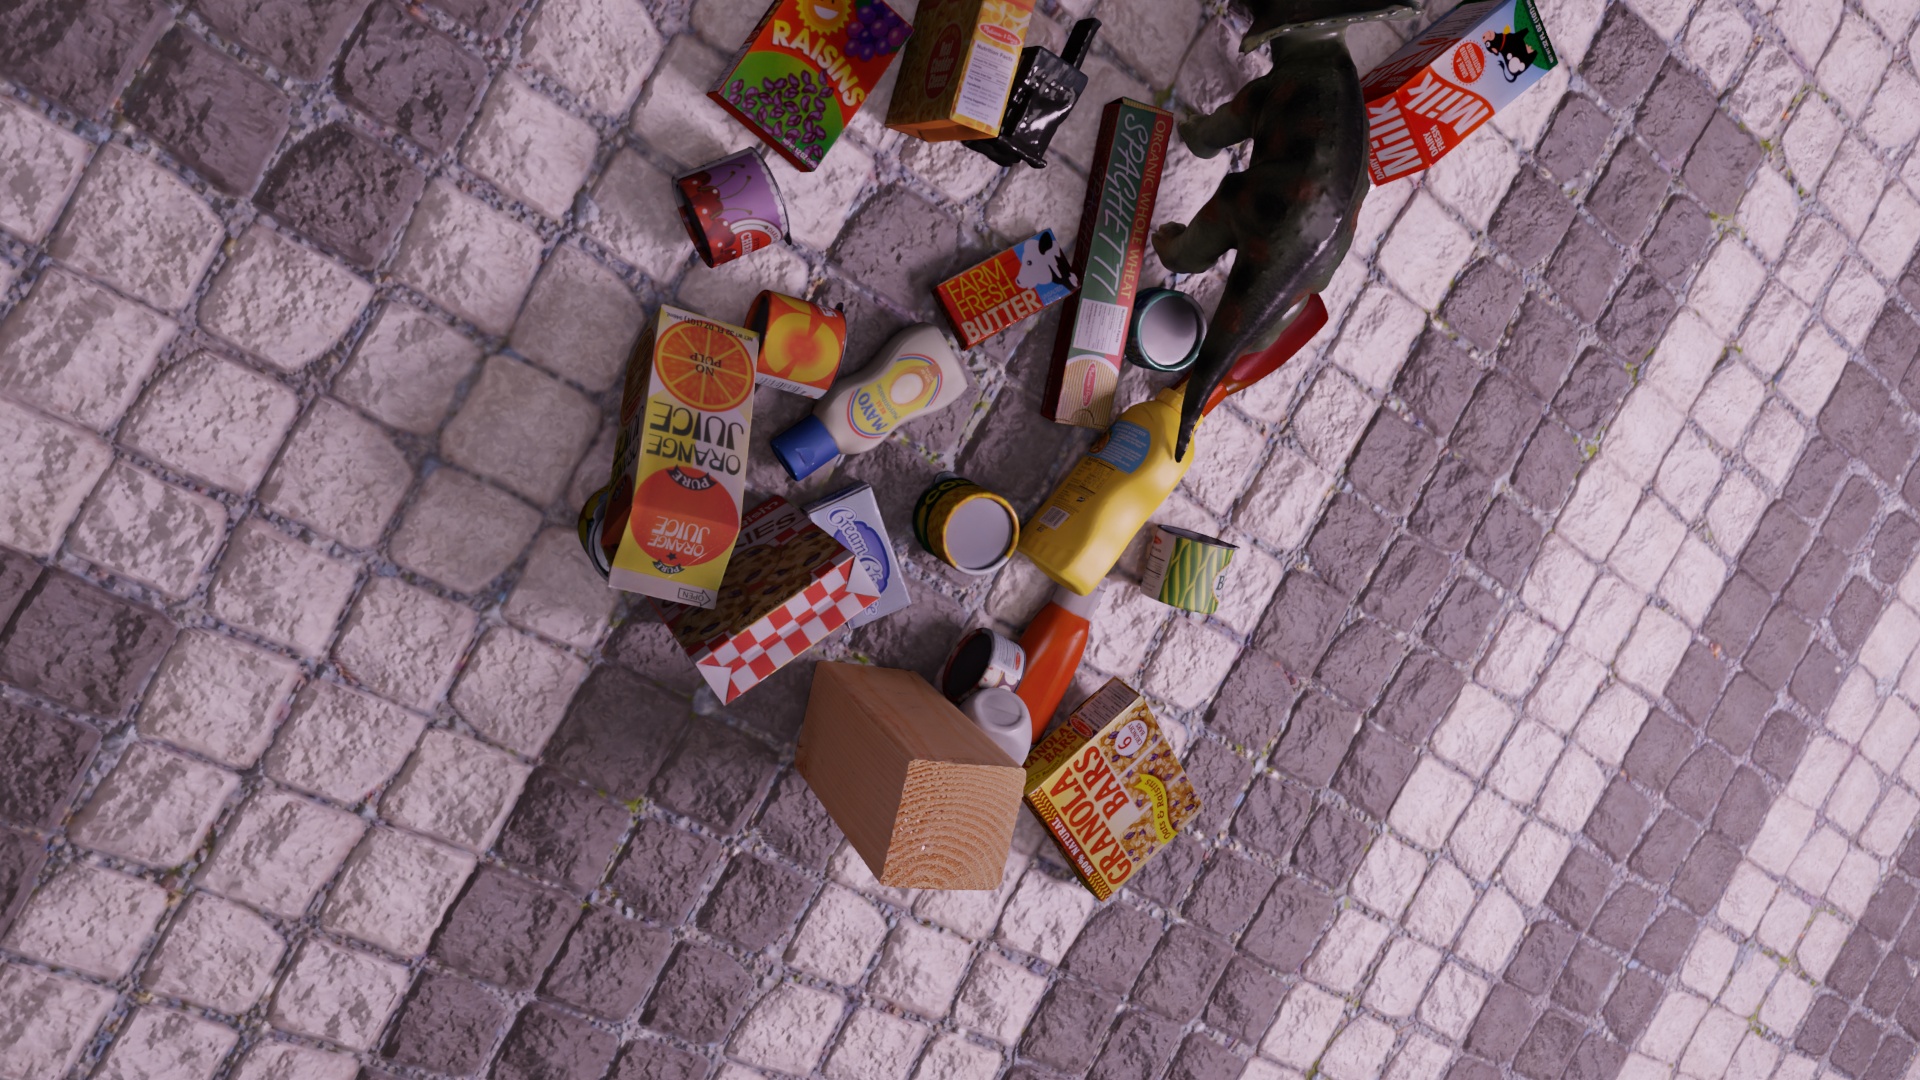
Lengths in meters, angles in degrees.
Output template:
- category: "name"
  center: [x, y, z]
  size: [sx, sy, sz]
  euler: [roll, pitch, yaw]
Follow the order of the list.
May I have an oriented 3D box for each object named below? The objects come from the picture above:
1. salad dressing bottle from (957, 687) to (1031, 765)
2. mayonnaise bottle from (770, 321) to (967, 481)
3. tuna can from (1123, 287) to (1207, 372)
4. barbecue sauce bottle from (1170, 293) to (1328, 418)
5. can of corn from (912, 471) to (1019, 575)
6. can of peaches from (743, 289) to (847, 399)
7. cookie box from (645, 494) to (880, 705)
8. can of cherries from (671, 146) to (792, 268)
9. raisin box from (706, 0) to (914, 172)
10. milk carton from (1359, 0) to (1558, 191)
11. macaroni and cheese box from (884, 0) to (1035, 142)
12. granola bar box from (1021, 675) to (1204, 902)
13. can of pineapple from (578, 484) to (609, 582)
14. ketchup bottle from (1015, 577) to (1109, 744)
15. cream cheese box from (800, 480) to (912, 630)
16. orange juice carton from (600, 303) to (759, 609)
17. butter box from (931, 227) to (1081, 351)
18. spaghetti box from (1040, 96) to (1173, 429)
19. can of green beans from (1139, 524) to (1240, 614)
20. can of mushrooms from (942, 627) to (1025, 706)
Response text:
- category: "salad dressing bottle"
  center: [0.012, 0.176, 1.084]
  size: [0.064, 0.044, 0.146]
  euler: [17, 133, -2]
- category: "mayonnaise bottle"
  center: [-0.069, -0.098, 1.021]
  size: [0.148, 0.041, 0.064]
  euler: [-36, 115, -12]
- category: "tuna can"
  center: [0.159, -0.167, 1.107]
  size: [0.071, 0.033, 0.071]
  euler: [-6, 104, -22]
- category: "barbecue sauce bottle"
  center: [0.231, -0.155, 1.134]
  size: [0.149, 0.044, 0.064]
  euler: [-43, 115, -8]
- category: "can of corn"
  center: [0.004, -0.013, 1.063]
  size: [0.071, 0.058, 0.071]
  euler: [-6, 105, -22]
- category: "can of peaches"
  center: [-0.118, -0.140, 0.977]
  size: [0.058, 0.071, 0.071]
  euler: [12, 98, -24]
- category: "cookie box"
  center: [-0.142, 0.034, 0.952]
  size: [0.123, 0.168, 0.040]
  euler: [-35, 117, -12]
- category: "can of cherries"
  center: [-0.155, -0.223, 0.940]
  size: [0.058, 0.071, 0.071]
  euler: [-26, 111, -15]
- category: "raisin box"
  center: [-0.102, -0.328, 0.954]
  size: [0.086, 0.040, 0.123]
  euler: [35, 89, -25]
- category: "milk carton"
  center: [0.384, -0.364, 1.133]
  size: [0.191, 0.073, 0.072]
  euler: [-38, 114, -10]
- category: "macaroni and cheese box"
  center: [0.007, -0.360, 0.945]
  size: [0.040, 0.124, 0.166]
  euler: [13, 97, -26]
- category: "granola bar box"
  center: [0.123, 0.209, 1.157]
  size: [0.124, 0.039, 0.165]
  euler: [-40, 128, -11]
- category: "can of pineapple"
  center: [-0.230, -0.006, 0.965]
  size: [0.071, 0.058, 0.070]
  euler: [-6, 105, -22]
- category: "ketchup bottle"
  center: [0.072, 0.090, 1.122]
  size: [0.064, 0.043, 0.148]
  euler: [27, 91, -50]
- category: "cream cheese box"
  center: [-0.079, 0.012, 1.053]
  size: [0.053, 0.024, 0.103]
  euler: [-25, 111, -16]
- category: "orange juice carton"
  center: [-0.186, -0.050, 0.914]
  size: [0.072, 0.072, 0.193]
  euler: [14, 61, -25]
- category: "butter box"
  center: [0.034, -0.189, 1.045]
  size: [0.104, 0.024, 0.053]
  euler: [-30, 93, -14]
- category: "spaghetti box"
  center: [0.114, -0.212, 1.079]
  size: [0.050, 0.029, 0.249]
  euler: [7, 100, -24]
- category: "can of green beans"
  center: [0.187, 0.024, 1.145]
  size: [0.071, 0.071, 0.057]
  euler: [11, 99, -25]
- category: "can of mushrooms"
  center: [0.016, 0.105, 1.094]
  size: [0.033, 0.071, 0.071]
  euler: [32, 89, -26]
